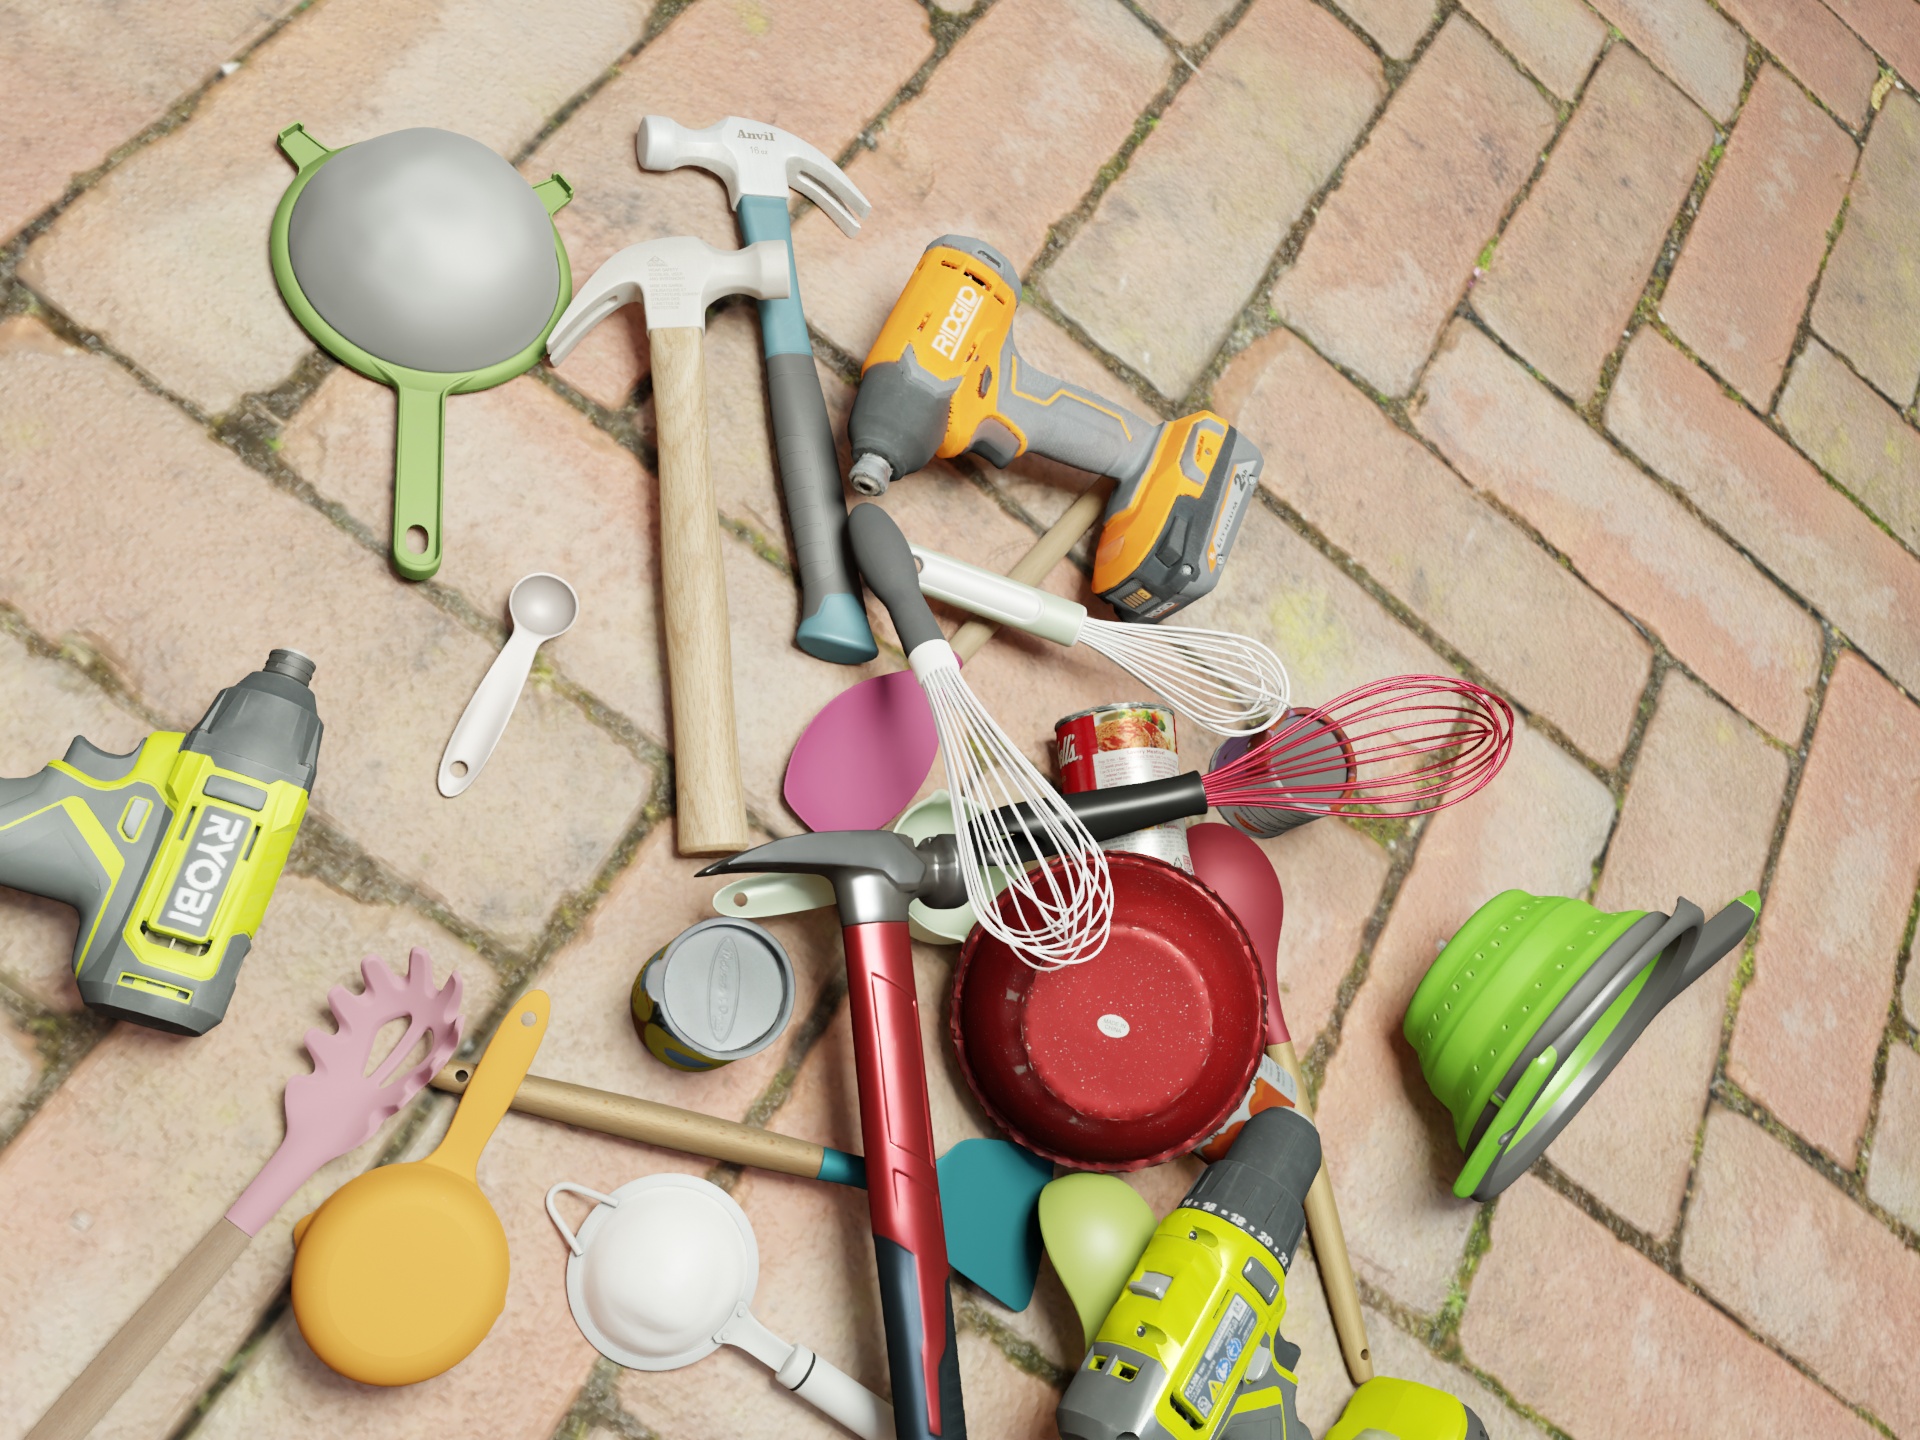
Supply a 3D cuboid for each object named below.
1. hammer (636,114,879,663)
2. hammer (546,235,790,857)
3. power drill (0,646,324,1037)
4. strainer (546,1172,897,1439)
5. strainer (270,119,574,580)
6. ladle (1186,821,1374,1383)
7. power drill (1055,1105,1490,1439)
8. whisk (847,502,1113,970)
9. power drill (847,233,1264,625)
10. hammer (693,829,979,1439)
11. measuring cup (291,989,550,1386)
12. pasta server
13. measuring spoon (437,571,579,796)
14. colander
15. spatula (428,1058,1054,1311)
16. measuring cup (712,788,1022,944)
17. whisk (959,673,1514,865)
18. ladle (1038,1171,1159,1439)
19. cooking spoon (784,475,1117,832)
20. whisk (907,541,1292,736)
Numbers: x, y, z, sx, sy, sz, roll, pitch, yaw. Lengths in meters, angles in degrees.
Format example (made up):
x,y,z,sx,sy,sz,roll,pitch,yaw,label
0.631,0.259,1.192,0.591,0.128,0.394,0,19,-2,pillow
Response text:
x,y,z,sx,sy,sz,roll,pitch,yaw,label
-0.095,-0.190,0.893,0.128,0.033,0.331,-4,74,-25,hammer
-0.142,-0.094,0.824,0.130,0.031,0.331,-4,78,-7,hammer
-0.391,0.018,0.659,0.223,0.080,0.171,22,65,-21,power drill
-0.081,0.291,0.728,0.258,0.050,0.087,39,76,-12,strainer
-0.265,-0.198,0.794,0.151,0.069,0.256,4,69,-24,strainer
0.183,0.207,0.890,0.069,0.031,0.315,-7,77,-27,ladle
0.164,0.322,0.774,0.228,0.080,0.191,51,57,-20,power drill
-0.002,-0.003,0.787,0.070,0.070,0.285,-9,57,-28,whisk
0.046,-0.148,0.892,0.226,0.084,0.164,32,64,-14,power drill
-0.034,0.241,0.712,0.143,0.038,0.386,3,73,-39,hammer
-0.216,0.194,0.676,0.095,0.052,0.174,28,72,-13,measuring cup
-0.314,0.226,0.641,0.060,0.040,0.316,30,61,12,pasta server
-0.226,-0.017,0.784,0.034,0.018,0.124,28,70,-15,measuring spoon
0.376,0.148,0.961,0.397,0.204,0.095,-16,44,-45,colander
-0.095,0.208,0.760,0.317,0.044,0.082,18,66,-14,spatula
-0.050,0.085,0.816,0.167,0.038,0.083,-6,75,-25,measuring cup
0.143,0.032,0.820,0.296,0.073,0.073,-13,77,-2,whisk
0.035,0.376,0.755,0.078,0.062,0.320,34,66,-42,ladle
0.010,-0.051,0.902,0.068,0.017,0.319,47,60,-9,cooking spoon
0.072,-0.049,0.887,0.246,0.059,0.058,20,88,-7,whisk
